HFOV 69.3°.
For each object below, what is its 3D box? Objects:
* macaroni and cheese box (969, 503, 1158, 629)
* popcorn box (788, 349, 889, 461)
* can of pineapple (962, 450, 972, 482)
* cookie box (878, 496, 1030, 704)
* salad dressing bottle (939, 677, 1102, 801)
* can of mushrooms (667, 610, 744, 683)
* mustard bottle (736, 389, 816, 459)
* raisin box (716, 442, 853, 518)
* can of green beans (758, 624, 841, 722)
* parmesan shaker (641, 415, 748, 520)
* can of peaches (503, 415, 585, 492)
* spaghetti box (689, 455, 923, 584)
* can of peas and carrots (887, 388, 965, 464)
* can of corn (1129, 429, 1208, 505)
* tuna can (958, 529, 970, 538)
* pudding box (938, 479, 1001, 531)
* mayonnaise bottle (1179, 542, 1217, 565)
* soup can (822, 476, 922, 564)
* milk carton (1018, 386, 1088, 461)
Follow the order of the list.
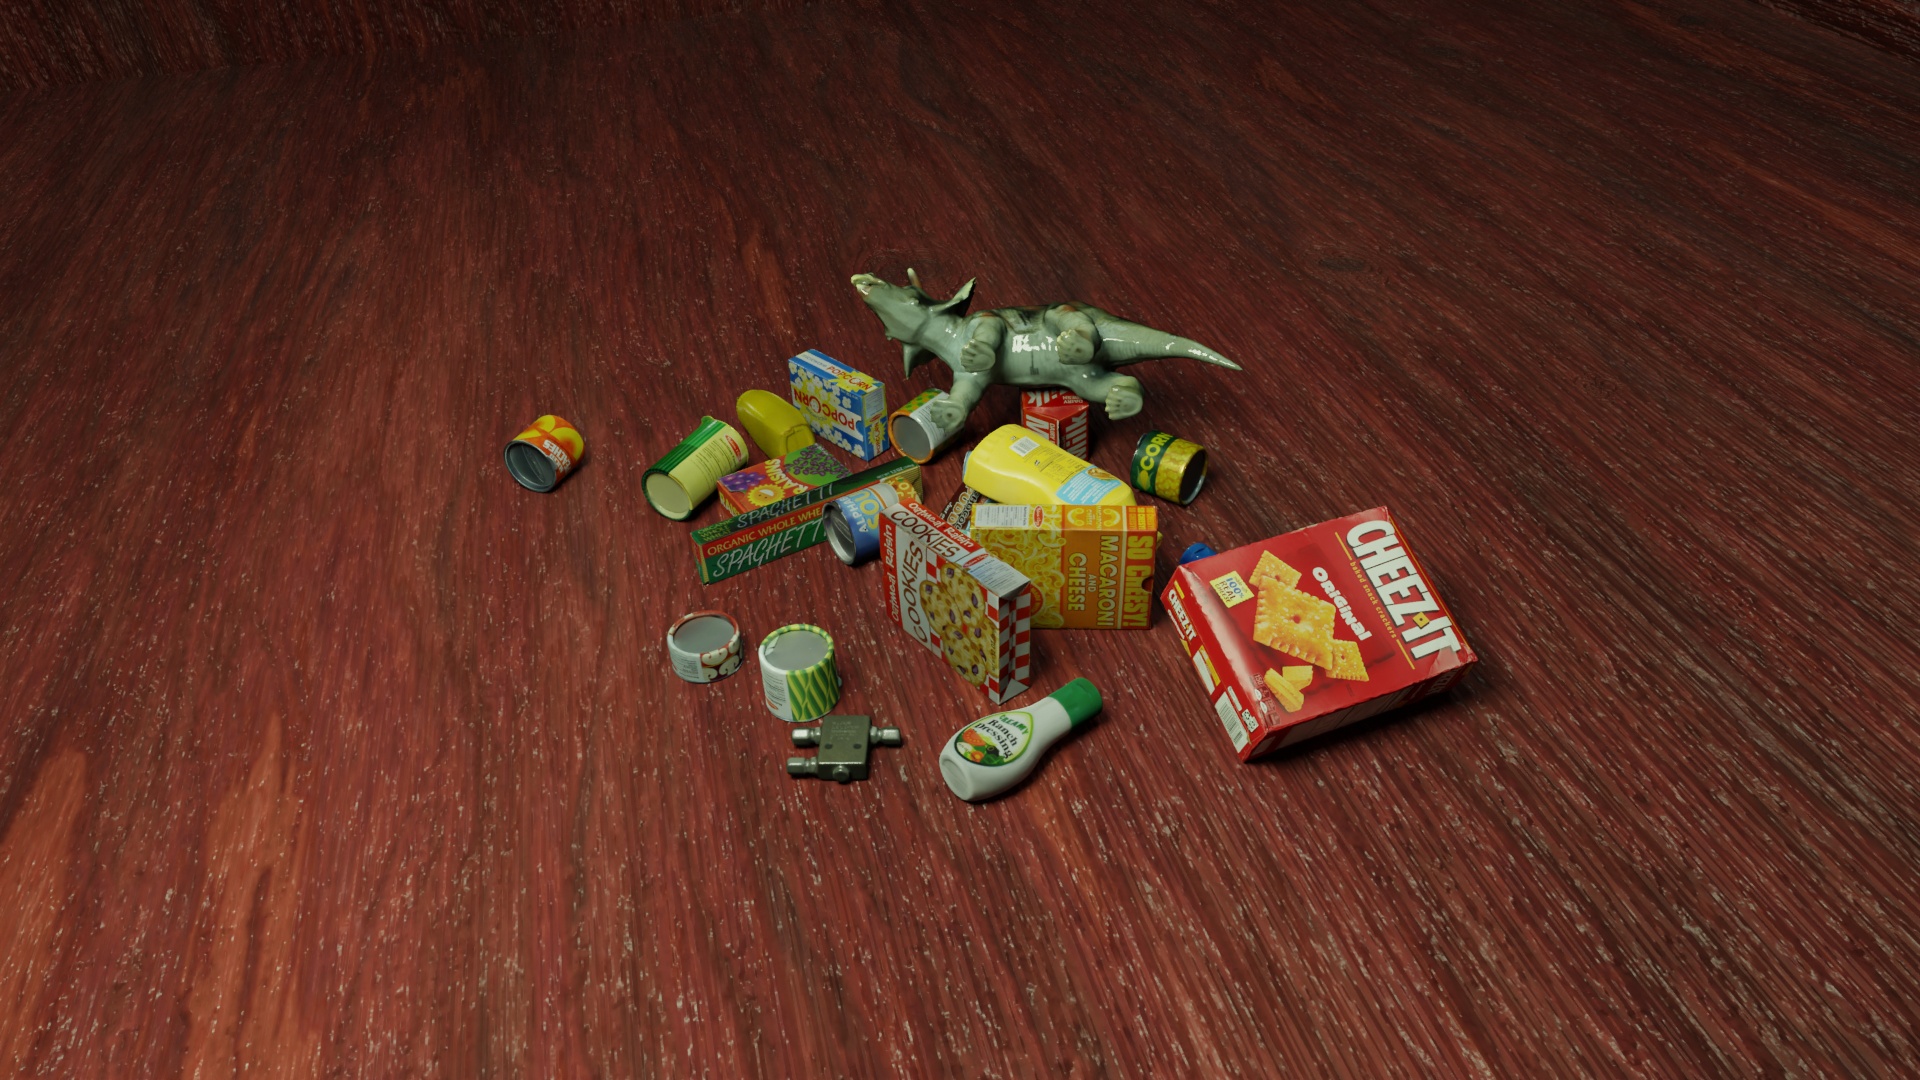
[{"bbox_3d":[0.093,0.026,1.269,0.166,0.123,0.040,1,40,4],"label":"macaroni and cheese box"},{"bbox_3d":[-0.137,-0.153,1.556,0.038,0.084,0.127,-31,45,-34],"label":"popcorn box"},{"bbox_3d":[0.034,-0.056,1.432,0.058,0.070,0.071,4,37,8],"label":"can of pineapple"},{"bbox_3d":[-0.007,0.052,1.239,0.040,0.122,0.168,-27,43,-30],"label":"cookie box"},{"bbox_3d":[0.053,0.162,1.153,0.148,0.043,0.064,-27,44,-30],"label":"salad dressing bottle"},{"bbox_3d":[-0.231,0.095,1.269,0.071,0.033,0.071,-2,36,2],"label":"can of mushrooms"},{"bbox_3d":[-0.215,-0.135,1.556,0.049,0.065,0.161,-25,38,-21],"label":"mustard bottle"},{"bbox_3d":[-0.181,-0.051,1.458,0.124,0.039,0.086,-23,42,-25],"label":"raisin box"},{"bbox_3d":[-0.141,0.115,1.215,0.071,0.057,0.071,-1,36,1],"label":"can of green beans"},{"bbox_3d":[-0.283,-0.077,1.473,0.071,0.071,0.103,16,41,23],"label":"parmesan shaker"},{"bbox_3d":[-0.450,-0.095,1.510,0.071,0.071,0.058,12,38,18],"label":"can of peaches"},{"bbox_3d":[-0.153,-0.023,1.410,0.251,0.050,0.029,-21,38,-24],"label":"spaghetti box"},{"bbox_3d":[-0.039,-0.125,1.531,0.071,0.070,0.059,23,44,31],"label":"can of peas and carrots"},{"bbox_3d":[0.217,-0.077,1.445,0.058,0.070,0.071,23,43,29],"label":"can of corn"},{"bbox_3d":[-0.005,0.026,1.324,0.071,0.070,0.033,-2,37,1],"label":"tuna can"},{"bbox_3d":[0.005,-0.017,1.370,0.030,0.083,0.050,25,16,-42],"label":"pudding box"},{"bbox_3d":[0.264,0.053,1.290,0.065,0.041,0.148,-24,42,-24],"label":"mayonnaise bottle"},{"bbox_3d":[-0.086,-0.023,1.388,0.084,0.071,0.071,-23,41,-25],"label":"soup can"},{"bbox_3d":[0.103,-0.146,1.545,0.073,0.072,0.191,-2,36,2],"label":"milk carton"}]
